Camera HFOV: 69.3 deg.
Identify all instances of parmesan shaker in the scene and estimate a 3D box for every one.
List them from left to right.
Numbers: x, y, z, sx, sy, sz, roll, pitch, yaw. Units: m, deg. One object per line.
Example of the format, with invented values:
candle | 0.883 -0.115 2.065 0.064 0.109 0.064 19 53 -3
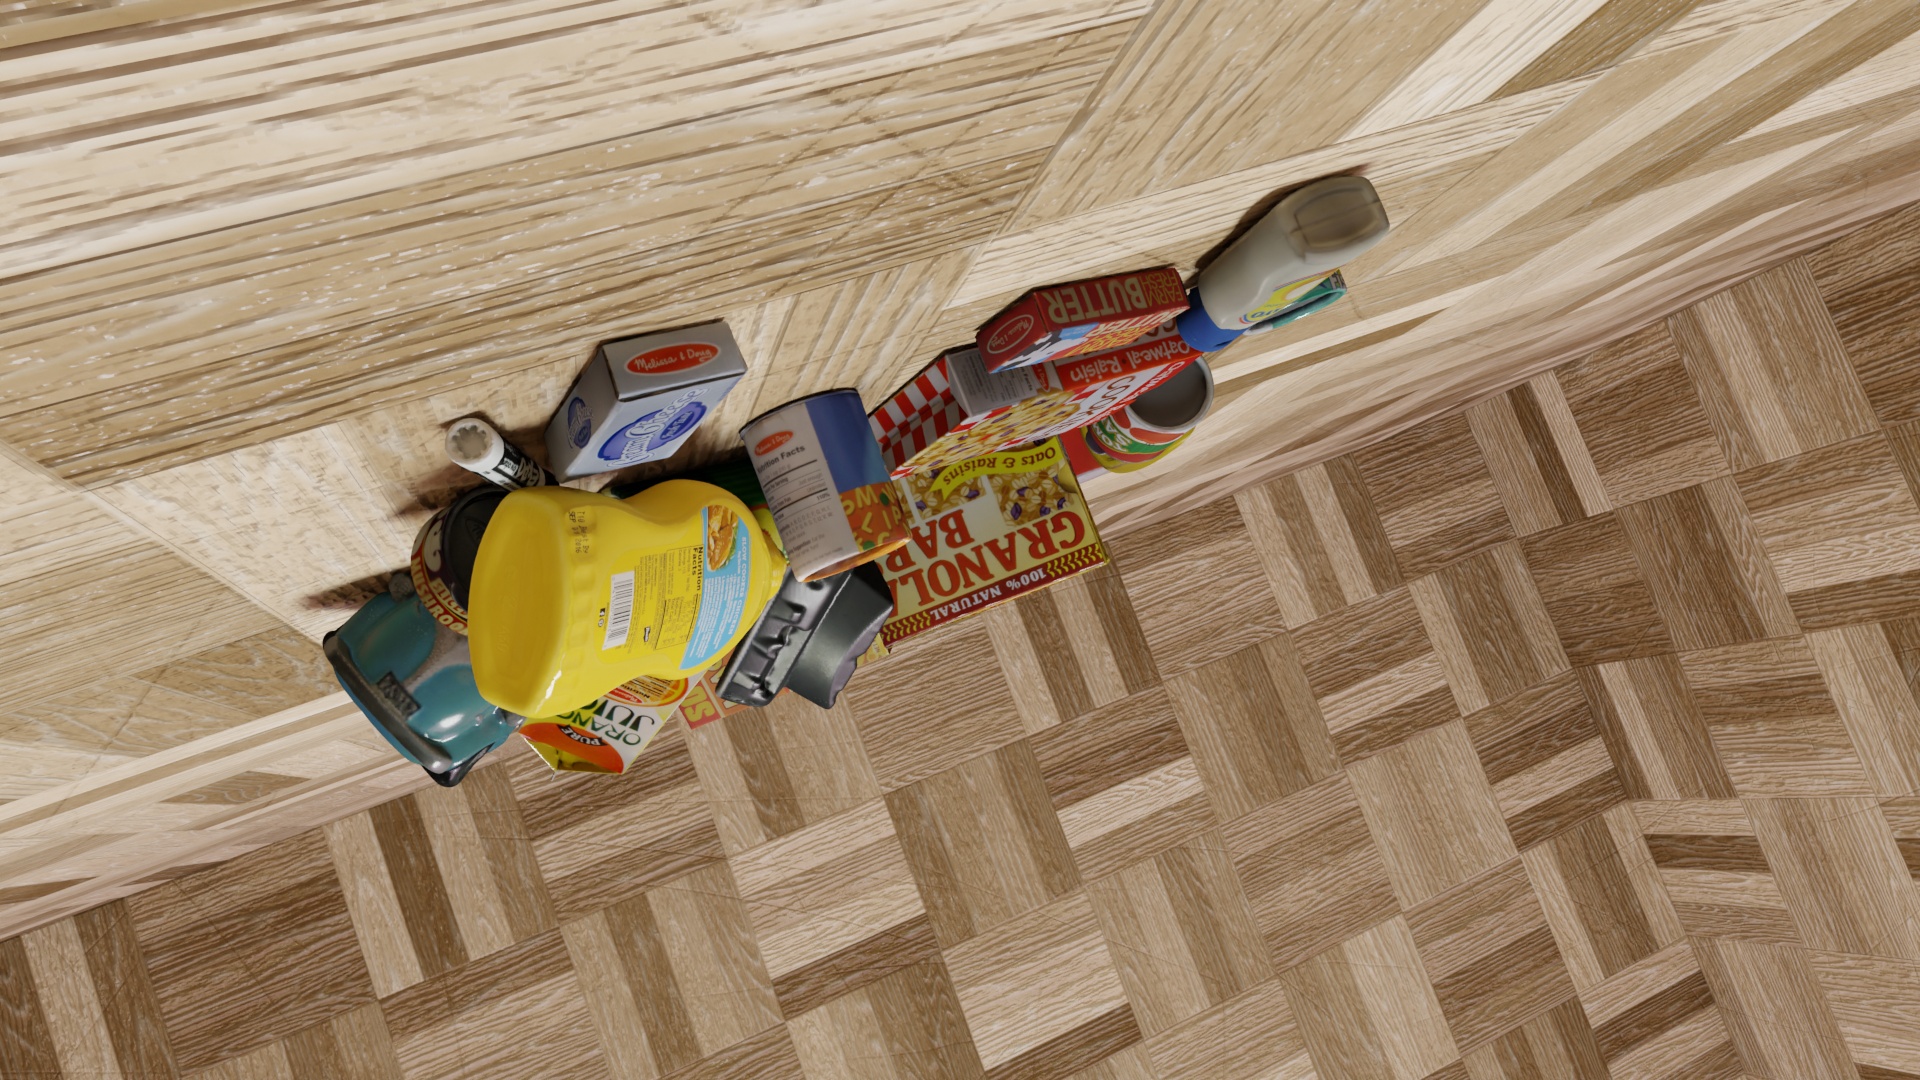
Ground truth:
parmesan shaker | -0.141 -0.005 0.762 0.103 0.071 0.071 -17 173 -39

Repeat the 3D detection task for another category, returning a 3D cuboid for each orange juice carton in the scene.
orange juice carton | -0.208 0.078 0.838 0.073 0.072 0.191 26 136 -17

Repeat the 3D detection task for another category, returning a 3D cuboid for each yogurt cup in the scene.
yogurt cup | 0.086 -0.072 1.057 0.072 0.054 0.072 -20 174 -2

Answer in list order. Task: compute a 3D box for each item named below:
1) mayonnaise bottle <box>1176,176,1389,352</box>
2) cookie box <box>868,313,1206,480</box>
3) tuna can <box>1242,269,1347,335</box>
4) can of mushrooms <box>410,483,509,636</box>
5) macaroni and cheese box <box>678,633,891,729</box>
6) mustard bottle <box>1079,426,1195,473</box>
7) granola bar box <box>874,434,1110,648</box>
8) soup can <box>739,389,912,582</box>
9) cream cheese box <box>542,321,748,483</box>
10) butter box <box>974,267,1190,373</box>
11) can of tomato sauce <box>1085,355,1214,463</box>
mayonnaise bottle | 0.158 -0.138 0.722 0.065 0.041 0.147 -22 175 -18
cookie box | 0.040 -0.086 0.806 0.168 0.040 0.122 -18 174 -31
tuna can | 0.189 -0.147 0.802 0.071 0.033 0.071 -20 175 -2
can of mushrooms | -0.216 0.011 0.638 0.033 0.071 0.071 -23 174 38
macaroni and cheese box | -0.149 0.053 1.018 0.166 0.123 0.040 -22 -167 11
mustard bottle | 0.144 -0.092 1.046 0.048 0.065 0.161 -29 175 33
granola bar box | 0.003 -0.012 0.961 0.165 0.124 0.039 -22 176 7
soup can | -0.068 -0.028 0.729 0.071 0.084 0.071 -21 175 -2
cream cheese box | -0.128 -0.053 0.556 0.053 0.024 0.103 -17 174 -32
butter box | 0.063 -0.113 0.707 0.104 0.024 0.053 -17 174 -36
can of tomato sauce | 0.123 -0.092 0.926 0.071 0.071 0.083 -20 174 -12
